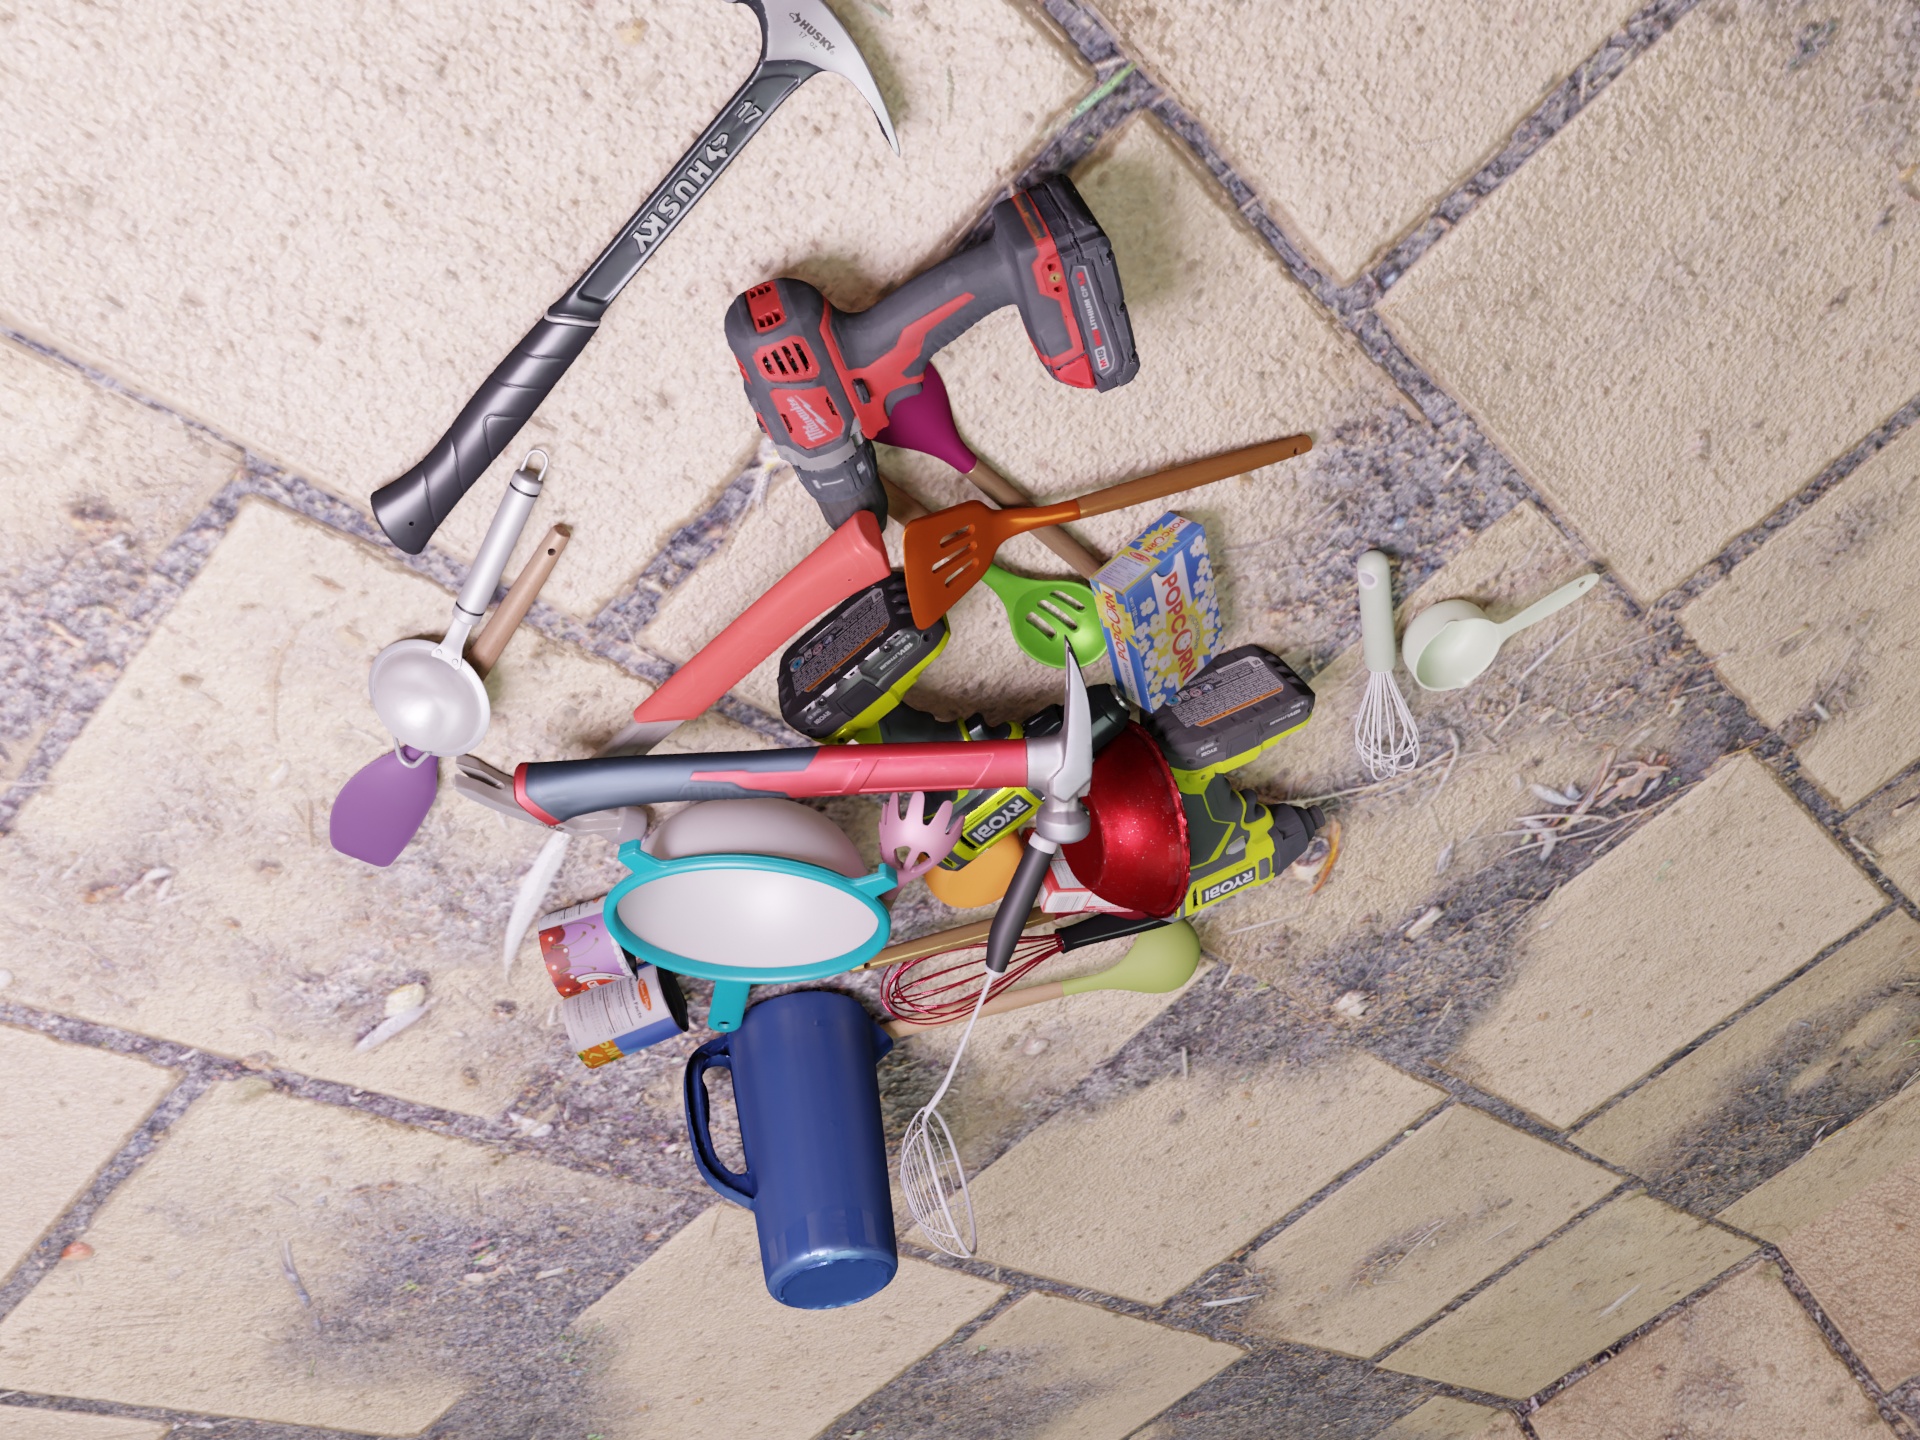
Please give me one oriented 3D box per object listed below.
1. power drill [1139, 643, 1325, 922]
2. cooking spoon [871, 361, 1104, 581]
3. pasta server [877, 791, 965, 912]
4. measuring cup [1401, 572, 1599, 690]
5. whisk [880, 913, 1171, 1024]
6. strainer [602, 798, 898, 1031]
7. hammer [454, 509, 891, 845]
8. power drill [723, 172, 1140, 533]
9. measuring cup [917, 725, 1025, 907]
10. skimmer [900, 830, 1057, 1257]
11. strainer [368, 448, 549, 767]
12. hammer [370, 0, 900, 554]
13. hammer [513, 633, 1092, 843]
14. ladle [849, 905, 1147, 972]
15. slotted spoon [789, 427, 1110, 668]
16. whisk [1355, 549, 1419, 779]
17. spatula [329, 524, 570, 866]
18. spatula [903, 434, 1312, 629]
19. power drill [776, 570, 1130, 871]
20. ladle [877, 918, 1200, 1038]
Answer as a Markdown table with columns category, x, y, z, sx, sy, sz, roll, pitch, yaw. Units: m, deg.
| category | x | y | z | sx | sy | sz | roll | pitch | yaw |
| --- | --- | --- | --- | --- | --- | --- | --- | --- | --- |
| power drill | 0.225 | 0.054 | 1.307 | 0.171 | 0.080 | 0.223 | -23 | 135 | -13 |
| cooking spoon | 0.022 | -0.160 | 1.080 | 0.068 | 0.017 | 0.318 | -41 | 131 | 17 |
| pasta server | -0.059 | 0.135 | 1.244 | 0.060 | 0.040 | 0.316 | 19 | 152 | -5 |
| measuring cup | 0.438 | -0.086 | 1.300 | 0.167 | 0.038 | 0.083 | -29 | 135 | 3 |
| whisk | 0.070 | 0.202 | 1.407 | 0.296 | 0.073 | 0.073 | -16 | 135 | -13 |
| strainer | -0.169 | 0.148 | 1.246 | 0.211 | 0.095 | 0.340 | 6 | 149 | -10 |
| hammer | -0.183 | -0.027 | 1.065 | 0.149 | 0.037 | 0.359 | 26 | 130 | -38 |
| power drill | -0.012 | -0.210 | 0.964 | 0.226 | 0.080 | 0.187 | -22 | 139 | 2 |
| measuring cup | 0.017 | 0.082 | 1.278 | 0.095 | 0.052 | 0.173 | -4 | 134 | -18 |
| skimmer | 0.034 | 0.268 | 1.314 | 0.090 | 0.127 | 0.363 | 20 | 102 | -3 |
| strainer | -0.320 | -0.063 | 1.016 | 0.087 | 0.050 | 0.258 | 30 | 112 | -3 |
| hammer | -0.204 | -0.242 | 0.906 | 0.409 | 0.036 | 0.149 | -43 | 133 | 20 |
| hammer | -0.105 | 0.021 | 1.067 | 0.386 | 0.038 | 0.143 | -2 | 115 | -1 |
| ladle | 0.054 | 0.170 | 1.367 | 0.315 | 0.031 | 0.069 | -14 | 110 | -15 |
| slotted spoon | -0.004 | -0.123 | 1.100 | 0.070 | 0.031 | 0.313 | -41 | 130 | 20 |
| whisk | 0.346 | -0.042 | 1.304 | 0.059 | 0.058 | 0.246 | -46 | 139 | -27 |
| spatula | -0.346 | -0.011 | 1.075 | 0.059 | 0.018 | 0.316 | 28 | 118 | -25 |
| spatula | 0.105 | -0.146 | 1.087 | 0.322 | 0.041 | 0.081 | -18 | 126 | -16 |
| power drill | -0.002 | -0.004 | 1.157 | 0.190 | 0.080 | 0.228 | -38 | 128 | 16 |
| ladle | 0.066 | 0.245 | 1.465 | 0.320 | 0.062 | 0.078 | -14 | 120 | 1 |
